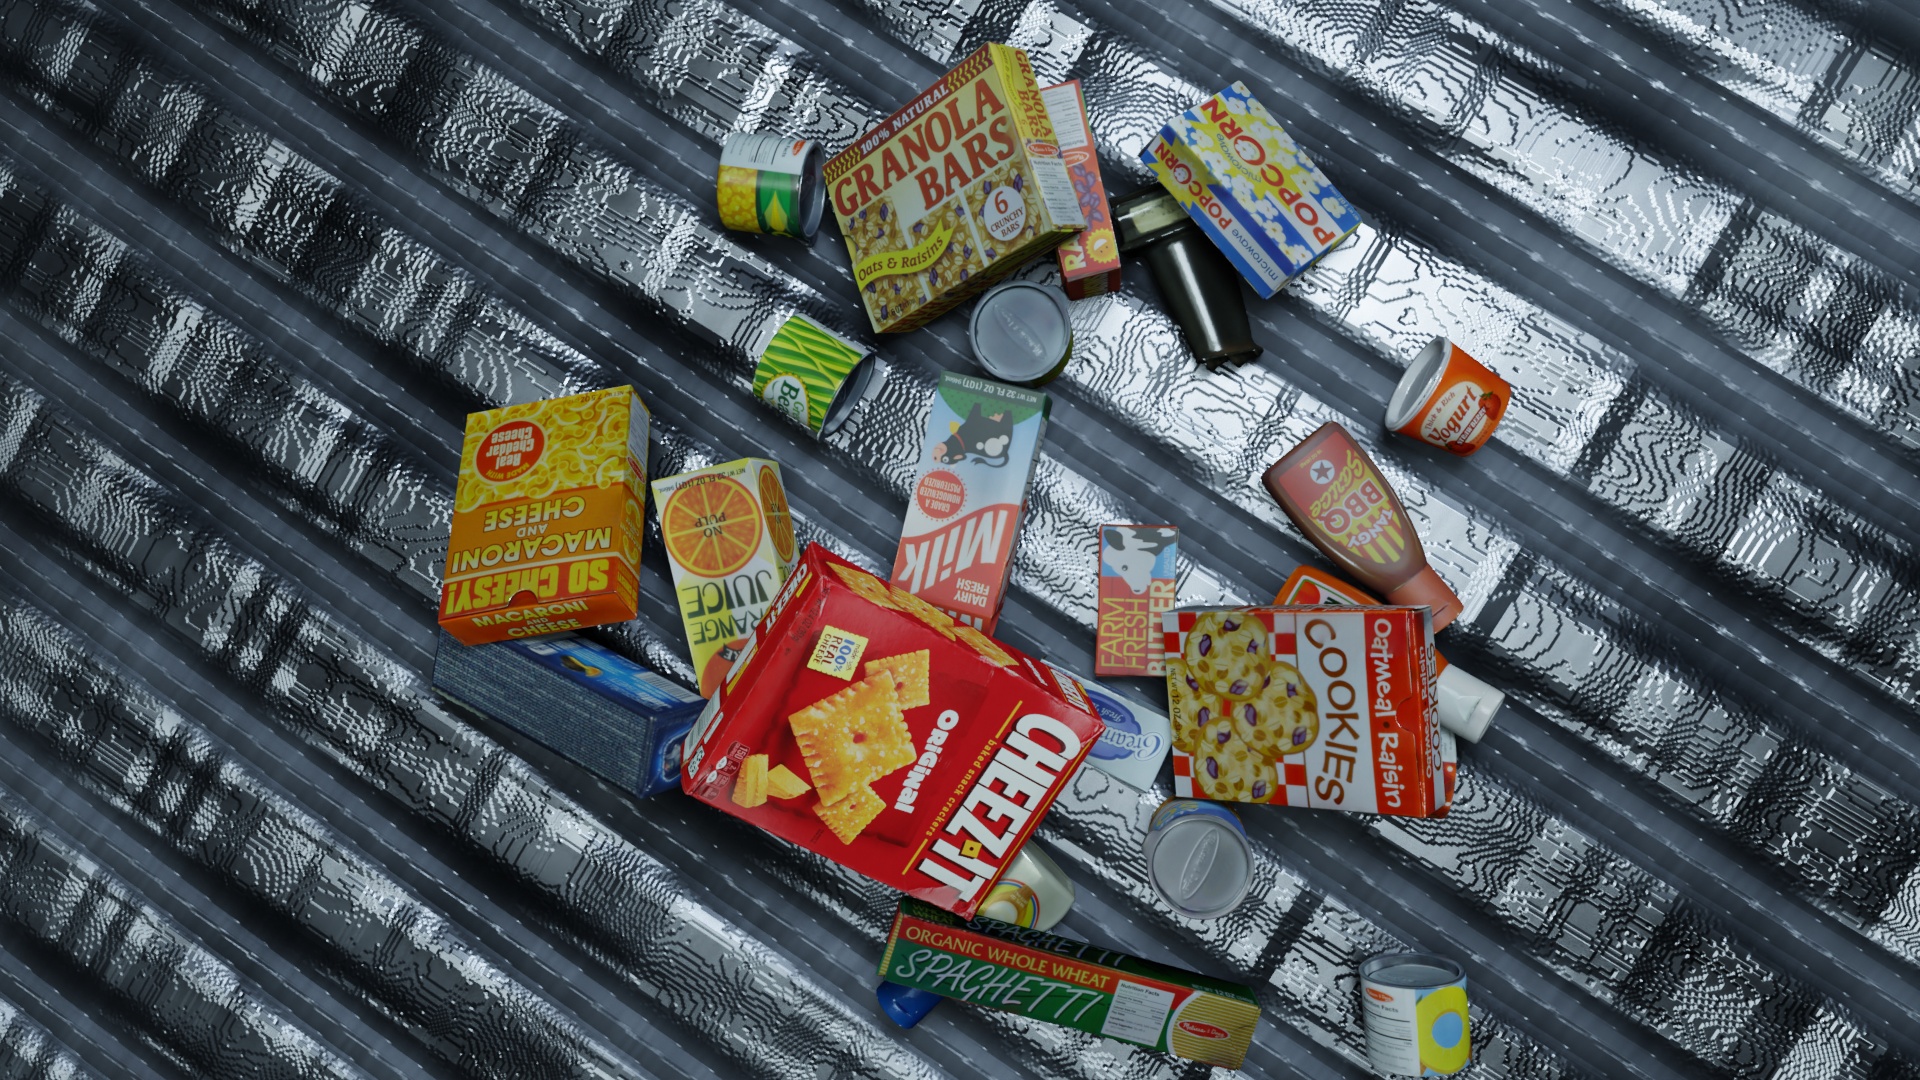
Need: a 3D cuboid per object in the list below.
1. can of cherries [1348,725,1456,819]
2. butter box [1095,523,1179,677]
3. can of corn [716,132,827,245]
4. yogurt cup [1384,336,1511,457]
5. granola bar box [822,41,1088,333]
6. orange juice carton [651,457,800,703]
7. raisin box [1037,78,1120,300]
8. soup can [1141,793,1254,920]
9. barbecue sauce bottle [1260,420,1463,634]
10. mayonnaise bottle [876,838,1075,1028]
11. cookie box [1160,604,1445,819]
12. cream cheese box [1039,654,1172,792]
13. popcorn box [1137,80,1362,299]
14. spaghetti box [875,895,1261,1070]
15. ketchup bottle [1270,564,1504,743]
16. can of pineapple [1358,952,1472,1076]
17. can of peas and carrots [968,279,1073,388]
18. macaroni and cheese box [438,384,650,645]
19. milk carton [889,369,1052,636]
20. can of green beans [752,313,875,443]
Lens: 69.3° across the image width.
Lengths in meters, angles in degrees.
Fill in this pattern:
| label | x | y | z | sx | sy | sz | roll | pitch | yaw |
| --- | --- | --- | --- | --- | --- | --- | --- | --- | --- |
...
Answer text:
| label | x | y | z | sx | sy | sz | roll | pitch | yaw |
| --- | --- | --- | --- | --- | --- | --- | --- | --- | --- |
| can of cherries | 0.282 | 0.146 | 0.895 | 0.058 | 0.071 | 0.071 | 4 | 91 | 6 |
| butter box | 0.118 | 0.041 | 0.933 | 0.053 | 0.024 | 0.103 | 2 | 91 | 7 |
| can of corn | -0.127 | -0.238 | 0.943 | 0.058 | 0.071 | 0.071 | 9 | 92 | 8 |
| yogurt cup | 0.313 | -0.089 | 0.889 | 0.054 | 0.072 | 0.072 | 28 | 94 | -2 |
| granola bar box | -0.009 | -0.221 | 0.893 | 0.165 | 0.039 | 0.124 | -23 | 83 | 42 |
| orange juice carton | -0.145 | 0.045 | 0.943 | 0.072 | 0.073 | 0.192 | -13 | 89 | 7 |
| raisin box | 0.074 | -0.225 | 0.905 | 0.040 | 0.086 | 0.123 | -13 | 89 | 6 |
| soup can | 0.152 | 0.200 | 0.901 | 0.071 | 0.084 | 0.071 | 0 | 91 | 7 |
| barbecue sauce bottle | 0.265 | -0.004 | 0.905 | 0.065 | 0.043 | 0.148 | -39 | 86 | 2 |
| mayonnaise bottle | 0.007 | 0.268 | 0.941 | 0.148 | 0.041 | 0.065 | -45 | 92 | 5 |
| cookie box | 0.210 | 0.102 | 0.864 | 0.167 | 0.040 | 0.123 | -3 | 93 | 39 |
| cream cheese box | 0.092 | 0.124 | 0.938 | 0.104 | 0.024 | 0.053 | 25 | 95 | 7 |
| popcorn box | 0.187 | -0.226 | 0.893 | 0.085 | 0.038 | 0.127 | -37 | 85 | -34 |
| spaghetti box | 0.071 | 0.290 | 0.912 | 0.250 | 0.029 | 0.050 | 16 | 101 | -5 |
| ketchup bottle | 0.268 | 0.076 | 0.883 | 0.149 | 0.043 | 0.064 | 30 | 94 | 25 |
| can of pineapple | 0.294 | 0.304 | 0.894 | 0.071 | 0.071 | 0.058 | -5 | 91 | 7 |
| can of peas and carrots | 0.043 | -0.138 | 0.924 | 0.071 | 0.059 | 0.071 | 0 | 91 | 7 |
| macaroni and cheese box | -0.278 | -0.019 | 0.936 | 0.124 | 0.040 | 0.167 | -9 | 58 | 8 |
| milk carton | 0.003 | -0.012 | 0.923 | 0.072 | 0.073 | 0.190 | 13 | 93 | 7 |
| can of green beans | -0.099 | -0.112 | 0.939 | 0.058 | 0.071 | 0.071 | 31 | 95 | 6 |
